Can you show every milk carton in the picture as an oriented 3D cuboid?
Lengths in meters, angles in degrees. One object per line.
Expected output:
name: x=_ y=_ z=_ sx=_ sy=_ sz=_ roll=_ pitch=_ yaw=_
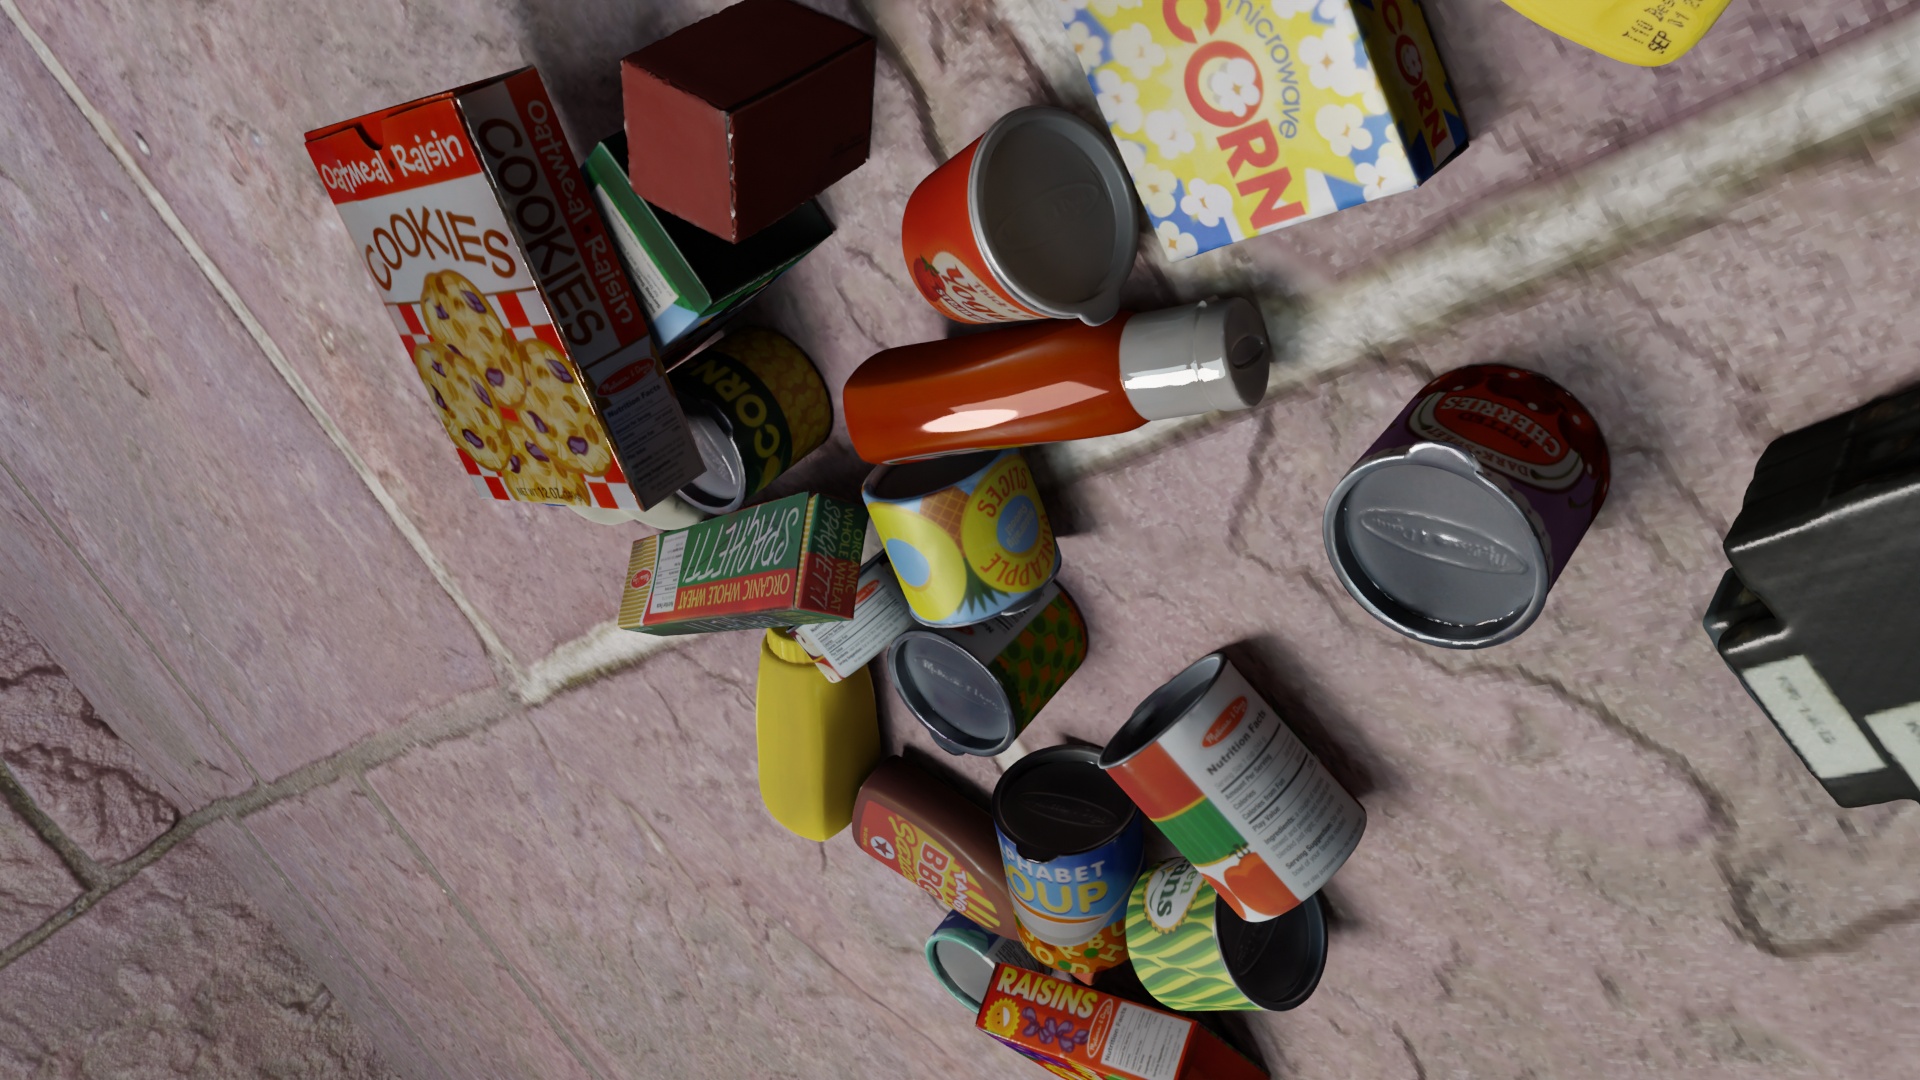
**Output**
milk carton: x=-0.145 y=-0.109 z=0.601 sx=0.190 sy=0.073 sz=0.073 roll=-25 pitch=103 yaw=50

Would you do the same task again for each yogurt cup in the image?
yogurt cup: x=0.017 y=-0.103 z=0.459 sx=0.054 sy=0.073 sz=0.072 roll=-5 pitch=119 yaw=55

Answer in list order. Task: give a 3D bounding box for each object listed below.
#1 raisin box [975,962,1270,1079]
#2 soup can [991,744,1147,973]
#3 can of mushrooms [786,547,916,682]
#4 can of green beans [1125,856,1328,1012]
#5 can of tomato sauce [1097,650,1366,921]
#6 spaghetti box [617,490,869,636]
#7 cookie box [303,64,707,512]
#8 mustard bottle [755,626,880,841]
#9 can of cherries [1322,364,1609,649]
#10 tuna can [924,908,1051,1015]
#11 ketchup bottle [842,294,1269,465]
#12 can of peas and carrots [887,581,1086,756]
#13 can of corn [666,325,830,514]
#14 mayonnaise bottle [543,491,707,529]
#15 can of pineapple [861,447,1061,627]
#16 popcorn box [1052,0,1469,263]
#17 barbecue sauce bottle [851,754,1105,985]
raisin box: x=0.081 y=0.258 z=0.704 sx=0.123 sy=0.040 sz=0.086 roll=2 pitch=149 yaw=42
soup can: x=0.051 y=0.148 z=0.635 sx=0.071 sy=0.072 sz=0.083 roll=17 pitch=133 yaw=34
can of mushrooms: x=-0.043 y=0.031 z=0.632 sx=0.033 sy=0.071 sz=0.070 roll=50 pitch=142 yaw=-4
can of green beans: x=0.113 y=0.167 z=0.596 sx=0.071 sy=0.071 sz=0.057 roll=55 pitch=142 yaw=-8
can of tomato sauce: x=0.105 y=0.096 z=0.544 sx=0.083 sy=0.071 sz=0.071 roll=48 pitch=142 yaw=-1
spaghetti box: x=-0.110 y=0.016 z=0.652 sx=0.029 sy=0.050 sz=0.249 roll=13 pitch=169 yaw=-28
cookie box: x=-0.183 y=-0.094 z=0.557 sx=0.123 sy=0.040 sz=0.166 roll=5 pitch=123 yaw=42
mustard bottle: x=-0.074 y=0.078 z=0.705 sx=0.049 sy=0.066 sz=0.159 roll=18 pitch=128 yaw=25
can of cherries: x=0.151 y=-0.013 z=0.412 sx=0.071 sy=0.059 sz=0.071 roll=26 pitch=137 yaw=27
tuna can: x=0.013 y=0.234 z=0.777 sx=0.071 sy=0.033 sz=0.070 roll=25 pitch=136 yaw=26
ketchup bottle: x=0.032 y=-0.056 z=0.488 sx=0.148 sy=0.065 sz=0.043 roll=-5 pitch=106 yaw=36
can of peas and carrots: x=0.012 y=0.051 z=0.599 sx=0.071 sy=0.059 sz=0.070 roll=26 pitch=138 yaw=26
can of corn: x=-0.099 y=-0.055 z=0.614 sx=0.071 sy=0.058 sz=0.070 roll=25 pitch=137 yaw=27
mayonnaise bottle: x=-0.172 y=-0.037 z=0.698 sx=0.148 sy=0.065 sz=0.041 roll=-1 pitch=154 yaw=47
can of pineapple: x=0.002 y=-0.007 z=0.552 sx=0.071 sy=0.071 sz=0.057 roll=2 pitch=123 yaw=43
popcorn box: x=0.075 y=-0.149 z=0.384 sx=0.085 sy=0.038 sz=0.126 roll=-9 pitch=116 yaw=46
barbecue sauce bottle: x=0.014 y=0.171 z=0.713 sx=0.149 sy=0.044 sz=0.064 roll=29 pitch=138 yaw=22
